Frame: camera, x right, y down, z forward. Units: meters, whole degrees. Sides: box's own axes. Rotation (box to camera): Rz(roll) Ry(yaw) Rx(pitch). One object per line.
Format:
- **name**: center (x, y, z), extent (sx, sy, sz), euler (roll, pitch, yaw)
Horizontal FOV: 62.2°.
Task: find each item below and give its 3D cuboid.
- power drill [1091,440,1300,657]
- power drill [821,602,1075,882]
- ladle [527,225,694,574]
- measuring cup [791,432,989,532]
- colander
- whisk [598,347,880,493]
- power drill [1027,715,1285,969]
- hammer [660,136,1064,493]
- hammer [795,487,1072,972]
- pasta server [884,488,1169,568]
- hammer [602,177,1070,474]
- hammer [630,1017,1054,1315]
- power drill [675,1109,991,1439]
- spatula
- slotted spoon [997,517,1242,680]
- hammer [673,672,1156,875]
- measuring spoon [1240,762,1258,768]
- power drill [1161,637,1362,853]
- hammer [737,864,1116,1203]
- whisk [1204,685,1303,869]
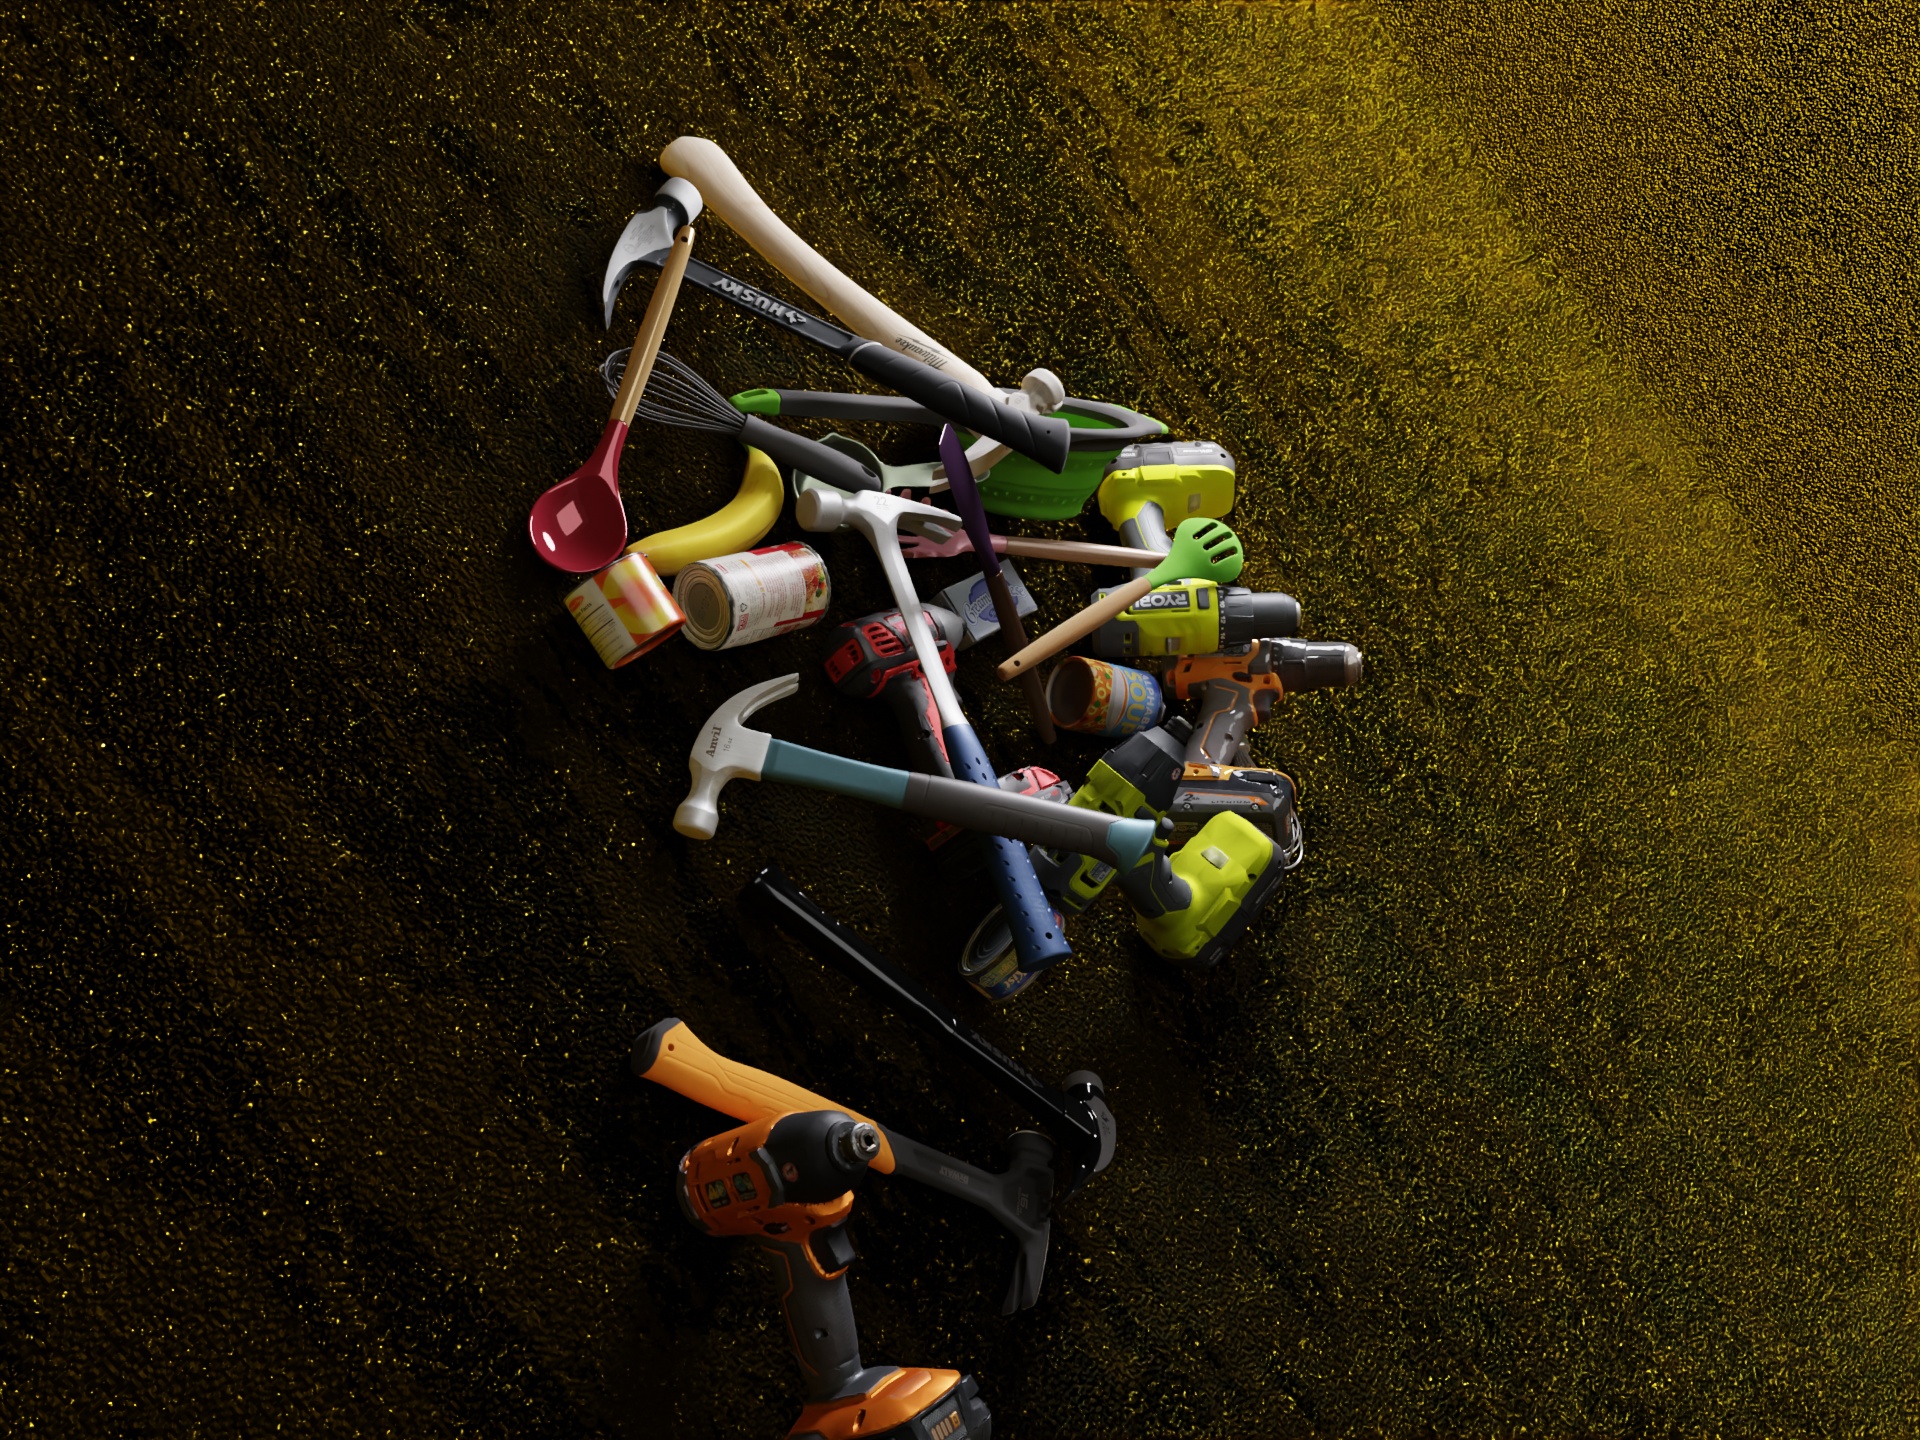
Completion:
- **power drill**: center (0.217, -0.158, 1.518), extent (0.190, 0.080, 0.229), euler (-3, 54, 4)
- **power drill**: center (-0.007, 0.006, 1.275), extent (0.143, 0.078, 0.220), euler (-21, 78, -47)
- **ladle**: center (-0.248, -0.243, 1.185), extent (0.069, 0.031, 0.316), euler (20, 67, -14)
- **measuring cup**: center (-0.060, -0.197, 1.326), extent (0.167, 0.038, 0.083), euler (-6, 79, -15)
- **colander**: center (-0.013, -0.235, 1.402), extent (0.397, 0.094, 0.205), euler (-2, 22, -25)
- **whisk**: center (-0.171, -0.232, 1.259), extent (0.238, 0.055, 0.055), euler (23, 51, -17)
- **power drill**: center (0.166, 0.102, 1.280), extent (0.223, 0.171, 0.080), euler (37, 3, -46)
- **hammer**: center (-0.110, -0.354, 1.336), extent (0.411, 0.038, 0.146), euler (42, 65, 14)
- **hammer**: center (-0.002, -0.004, 1.206), extent (0.144, 0.035, 0.406), euler (-2, 62, -39)
- **pasta server**: center (0.067, -0.155, 1.400), extent (0.316, 0.040, 0.060), euler (4, 68, -18)
- **hammer**: center (-0.096, -0.298, 1.268), extent (0.409, 0.036, 0.149), euler (27, 62, 6)
- **hammer**: center (-0.073, 0.288, 1.069), extent (0.336, 0.034, 0.127), euler (31, 47, -26)
- **power drill**: center (-0.071, 0.341, 0.943), extent (0.084, 0.164, 0.226), euler (-17, 80, -47)
- **spatula**: center (0.033, -0.102, 1.298), extent (0.060, 0.018, 0.315), euler (-76, 153, -48)
- **slotted spoon**: center (0.145, -0.105, 1.377), extent (0.314, 0.031, 0.070), euler (-32, 80, -34)
- **hammer**: center (-0.026, 0.054, 1.125), extent (0.331, 0.033, 0.128), euler (13, 69, -2)
- **measuring spoon**: center (0.248, 0.073, 1.516), extent (0.124, 0.018, 0.034), euler (-22, 71, -41)
- **power drill**: center (0.271, 0.011, 1.455), extent (0.084, 0.185, 0.226), euler (70, 25, -49)
- **hammer**: center (-0.020, 0.214, 1.132), extent (0.334, 0.035, 0.146), euler (39, 15, -11)
- **whisk**: center (0.265, 0.036, 1.510), extent (0.059, 0.057, 0.247), euler (0, 53, -23)
